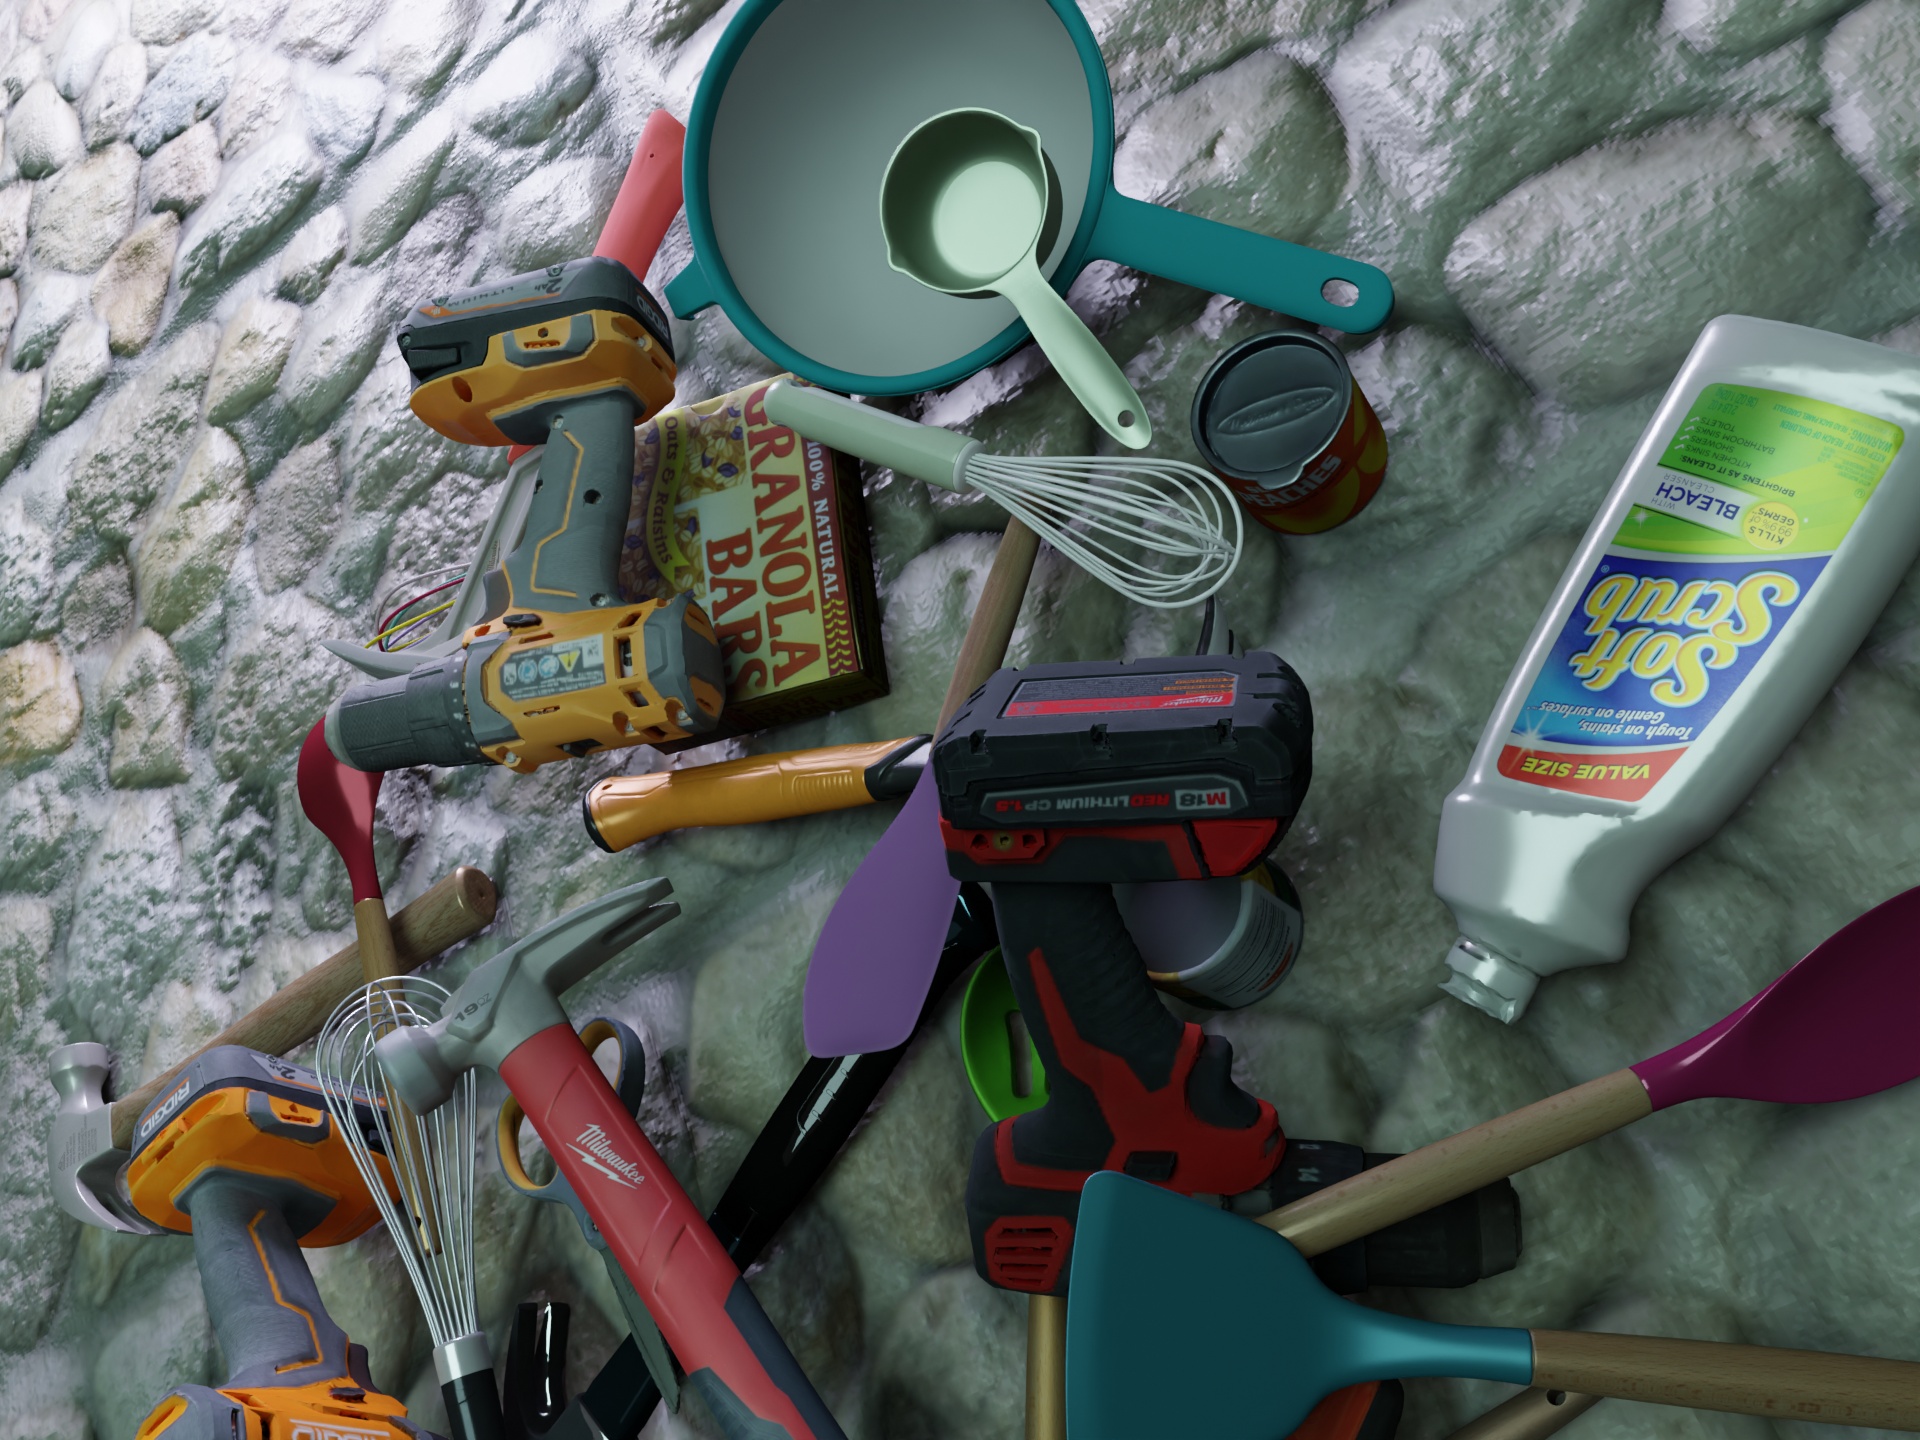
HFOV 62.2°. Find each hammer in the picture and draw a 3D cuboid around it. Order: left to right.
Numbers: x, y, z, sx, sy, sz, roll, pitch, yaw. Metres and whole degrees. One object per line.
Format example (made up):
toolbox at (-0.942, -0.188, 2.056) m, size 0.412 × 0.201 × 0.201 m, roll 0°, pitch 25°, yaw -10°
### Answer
hammer at (-0.380, 0.174, 0.866) m, size 0.331 × 0.031 × 0.130 m, roll -32°, pitch 59°, yaw 17°
hammer at (-0.221, -0.181, 0.867) m, size 0.149 × 0.036 × 0.359 m, roll 5°, pitch 68°, yaw 28°
hammer at (-0.079, 0.221, 0.603) m, size 0.143 × 0.038 × 0.387 m, roll -33°, pitch 55°, yaw -19°
hammer at (-0.085, 0.206, 0.678) m, size 0.128 × 0.033 × 0.331 m, roll 36°, pitch 92°, yaw 34°
hammer at (-0.039, 0.018, 0.699) m, size 0.337 × 0.034 × 0.127 m, roll -10°, pitch 33°, yaw 35°

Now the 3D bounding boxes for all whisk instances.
whisk at (-0.225, 0.246, 0.692) m, size 0.070 × 0.070 × 0.285 m, roll -29°, pitch 68°, yaw 19°
whisk at (-0.229, -0.084, 0.864) m, size 0.245 × 0.047 × 0.051 m, roll -26°, pitch 60°, yaw 17°
whisk at (0.011, -0.107, 0.685) m, size 0.246 × 0.057 × 0.059 m, roll 24°, pitch 102°, yaw 28°

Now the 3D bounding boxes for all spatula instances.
spatula at (-0.001, -0.002, 0.630) m, size 0.060 × 0.018 × 0.316 m, roll -13°, pitch 40°, yaw 32°
spatula at (0.189, 0.184, 0.448) m, size 0.317 × 0.044 × 0.082 m, roll 3°, pitch 67°, yaw 7°

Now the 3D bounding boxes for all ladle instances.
ladle at (-0.295, 0.117, 0.804) m, size 0.069 × 0.031 × 0.316 m, roll -32°, pitch 60°, yaw 16°

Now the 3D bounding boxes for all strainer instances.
strainer at (0.038, -0.234, 0.737) m, size 0.340 × 0.095 × 0.211 m, roll 22°, pitch 102°, yaw 16°

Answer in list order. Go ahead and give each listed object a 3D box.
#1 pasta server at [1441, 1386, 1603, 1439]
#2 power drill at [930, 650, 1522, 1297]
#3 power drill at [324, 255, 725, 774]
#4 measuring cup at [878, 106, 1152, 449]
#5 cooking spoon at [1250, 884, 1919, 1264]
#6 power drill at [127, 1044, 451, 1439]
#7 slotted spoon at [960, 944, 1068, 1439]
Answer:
pasta server at (0.076, 0.303, 0.528) m, size 0.316 × 0.040 × 0.060 m, roll -37°, pitch 53°, yaw 7°
power drill at (0.086, 0.097, 0.529) m, size 0.188 × 0.080 × 0.226 m, roll -3°, pitch 109°, yaw 15°
power drill at (-0.211, -0.086, 0.744) m, size 0.185 × 0.084 × 0.226 m, roll -11°, pitch 74°, yaw 11°
measuring cup at (0.033, -0.182, 0.674) m, size 0.083 × 0.038 × 0.167 m, roll -38°, pitch 83°, yaw 20°
cooking spoon at (0.185, 0.123, 0.490) m, size 0.319 × 0.068 × 0.017 m, roll -23°, pitch 23°, yaw 2°
power drill at (-0.290, 0.269, 0.717) m, size 0.084 × 0.164 × 0.227 m, roll -43°, pitch 44°, yaw 11°
slotted spoon at (0.032, 0.240, 0.600) m, size 0.070 × 0.031 × 0.314 m, roll -8°, pitch 70°, yaw 26°
